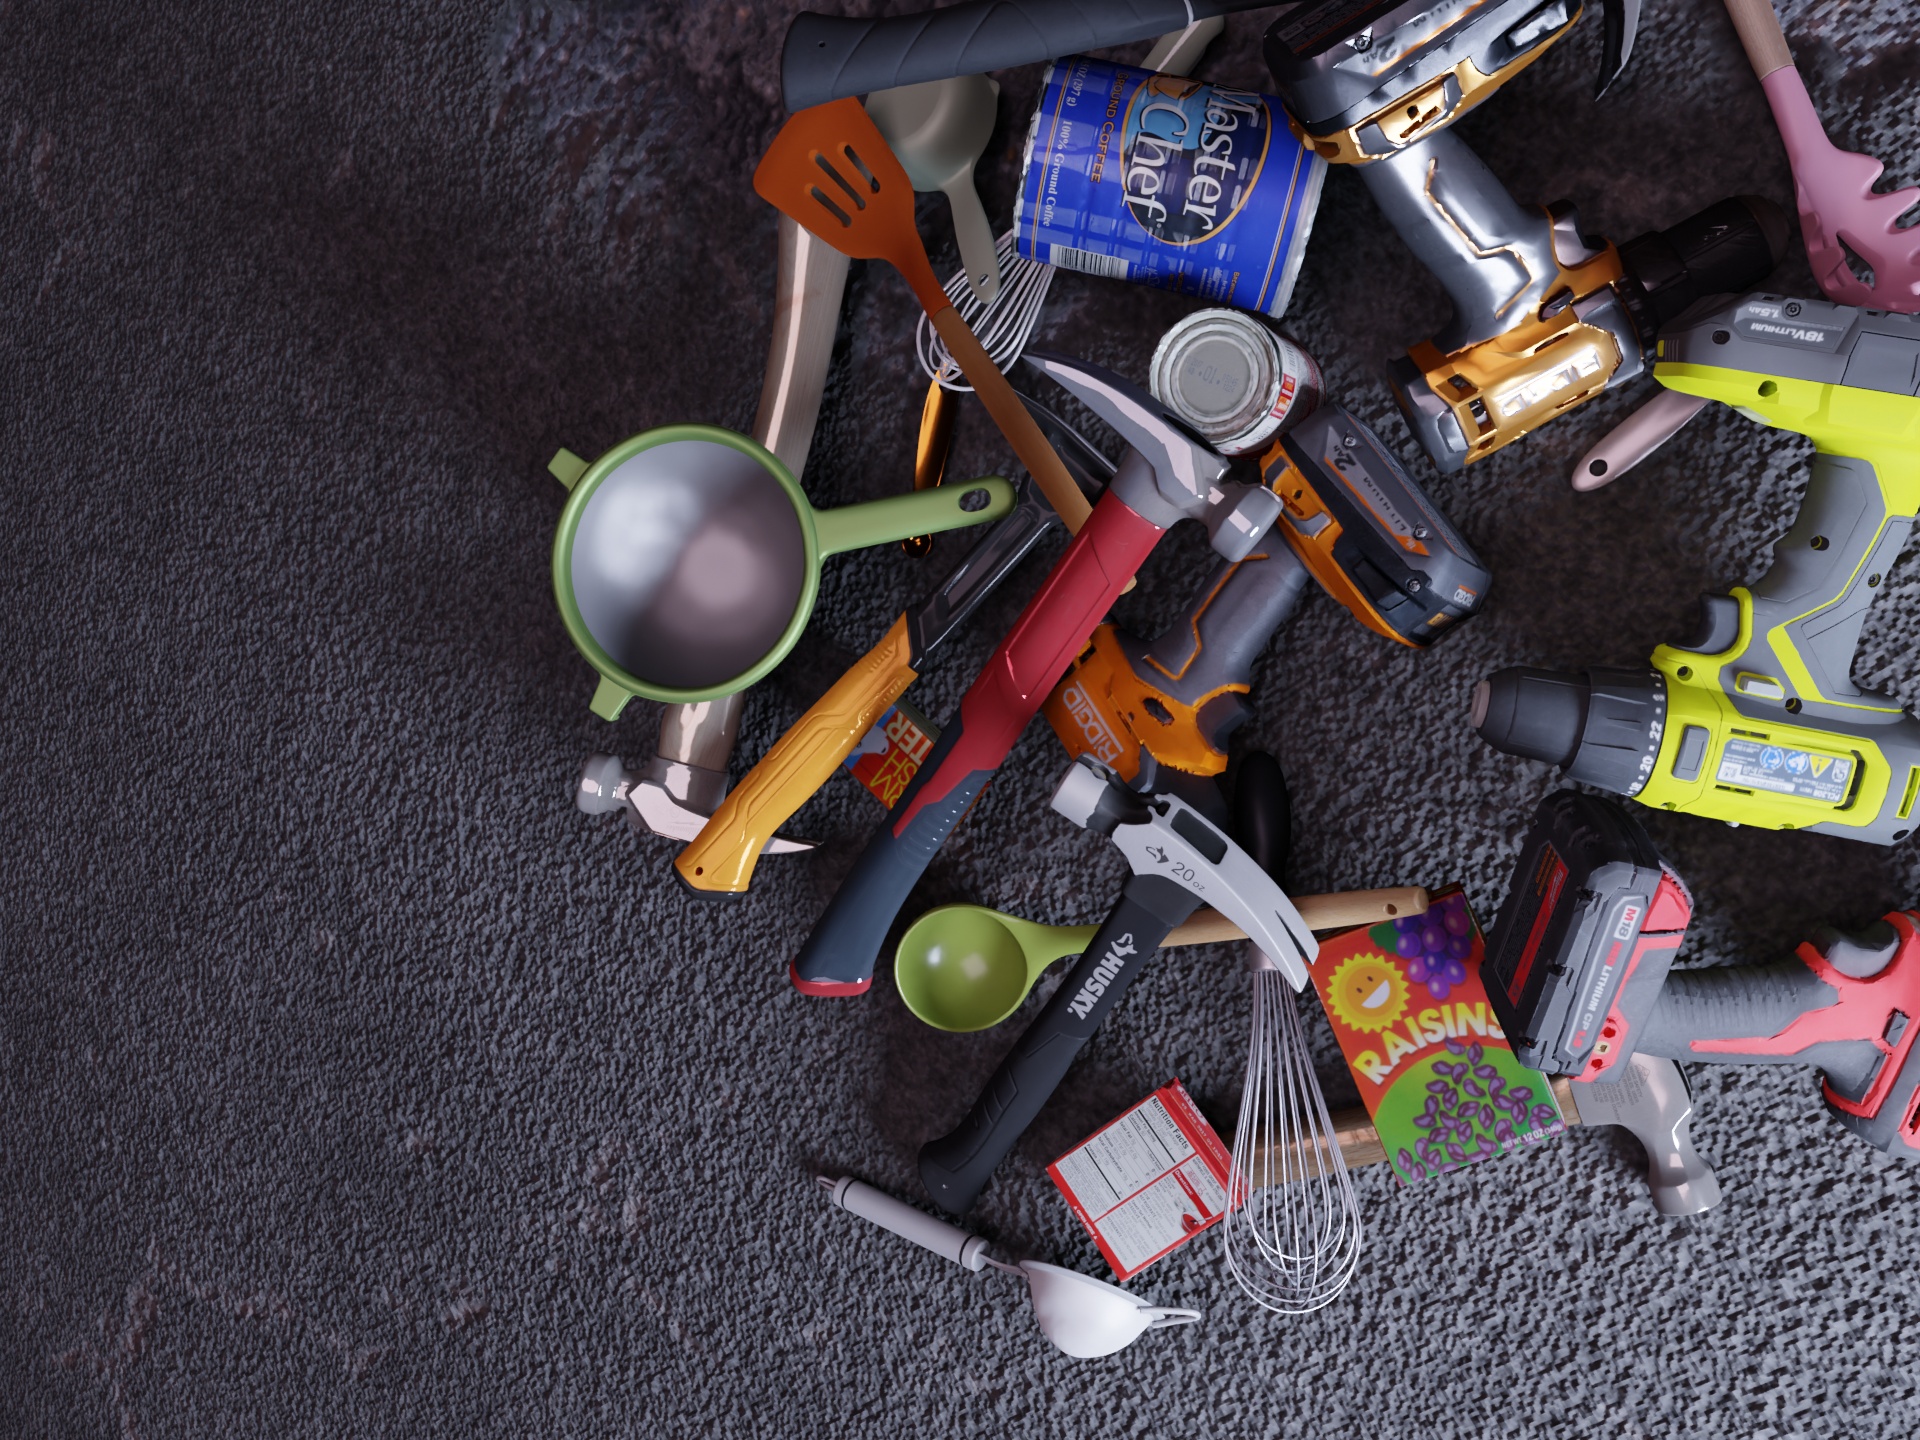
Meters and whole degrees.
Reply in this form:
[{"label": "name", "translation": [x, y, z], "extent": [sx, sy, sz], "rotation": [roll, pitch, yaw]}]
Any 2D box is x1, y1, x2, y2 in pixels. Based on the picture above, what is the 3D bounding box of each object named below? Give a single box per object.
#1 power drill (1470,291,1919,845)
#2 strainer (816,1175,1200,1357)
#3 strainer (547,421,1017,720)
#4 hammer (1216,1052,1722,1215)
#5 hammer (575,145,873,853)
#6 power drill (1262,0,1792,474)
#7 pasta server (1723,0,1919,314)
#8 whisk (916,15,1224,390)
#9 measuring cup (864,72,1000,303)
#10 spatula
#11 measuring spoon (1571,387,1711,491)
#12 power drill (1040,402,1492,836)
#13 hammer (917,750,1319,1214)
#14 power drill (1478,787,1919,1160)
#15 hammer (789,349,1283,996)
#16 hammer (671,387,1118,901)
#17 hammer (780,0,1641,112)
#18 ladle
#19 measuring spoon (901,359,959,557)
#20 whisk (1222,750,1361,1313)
[{"label": "power drill", "translation": [0.344, -0.067, 0.705], "extent": [0.190, 0.080, 0.228], "rotation": [11, 104, 8]}, {"label": "strainer", "translation": [0.015, 0.314, 0.922], "extent": [0.258, 0.086, 0.050], "rotation": [14, 62, 34]}, {"label": "strainer", "translation": [-0.092, -0.094, 0.870], "extent": [0.256, 0.069, 0.151], "rotation": [-11, 88, 8]}, {"label": "hammer", "translation": [0.207, 0.217, 0.839], "extent": [0.331, 0.031, 0.130], "rotation": [-19, 86, 25]}, {"label": "hammer", "translation": [-0.106, -0.127, 0.928], "extent": [0.146, 0.038, 0.410], "rotation": [15, 93, 2]}, {"label": "power drill", "translation": [0.255, -0.240, 0.706], "extent": [0.185, 0.084, 0.226], "rotation": [-28, 123, 14]}, {"label": "pasta server", "translation": [0.367, -0.323, 0.723], "extent": [0.060, 0.040, 0.316], "rotation": [-17, 83, -12]}, {"label": "whisk", "translation": [0.060, -0.285, 0.871], "extent": [0.059, 0.058, 0.246], "rotation": [34, 107, -17]}, {"label": "measuring cup", "translation": [-0.011, -0.301, 0.874], "extent": [0.083, 0.038, 0.168], "rotation": [-28, 62, 28]}, {"label": "spatula", "translation": [-0.003, -0.198, 0.845], "extent": [0.081, 0.041, 0.323], "rotation": [-41, 72, 30]}, {"label": "measuring spoon", "translation": [0.343, -0.152, 0.757], "extent": [0.124, 0.018, 0.034], "rotation": [-42, 76, 22]}, {"label": "power drill", "translation": [0.151, -0.030, 0.810], "extent": [0.226, 0.084, 0.164], "rotation": [-42, 63, 24]}, {"label": "hammer", "translation": [0.056, 0.169, 0.841], "extent": [0.146, 0.035, 0.334], "rotation": [34, 130, 7]}, {"label": "power drill", "translation": [0.357, 0.106, 0.696], "extent": [0.219, 0.079, 0.143], "rotation": [12, 112, -1]}, {"label": "hammer", "translation": [-0.001, -0.003, 0.834], "extent": [0.143, 0.038, 0.386], "rotation": [39, 117, 10]}, {"label": "hammer", "translation": [-0.047, -0.033, 0.891], "extent": [0.127, 0.034, 0.337], "rotation": [43, 95, 9]}, {"label": "hammer", "translation": [0.117, -0.332, 0.737], "extent": [0.409, 0.036, 0.149], "rotation": [-11, 81, -2]}, {"label": "ladle", "translation": [0.091, 0.117, 0.830], "extent": [0.320, 0.062, 0.078], "rotation": [-14, 107, 42]}, {"label": "measuring spoon", "translation": [-0.015, -0.152, 0.933], "extent": [0.021, 0.011, 0.117], "rotation": [13, 95, 24]}, {"label": "whisk", "translation": [0.161, 0.154, 0.818], "extent": [0.070, 0.070, 0.285], "rotation": [-9, 73, 25]}]
